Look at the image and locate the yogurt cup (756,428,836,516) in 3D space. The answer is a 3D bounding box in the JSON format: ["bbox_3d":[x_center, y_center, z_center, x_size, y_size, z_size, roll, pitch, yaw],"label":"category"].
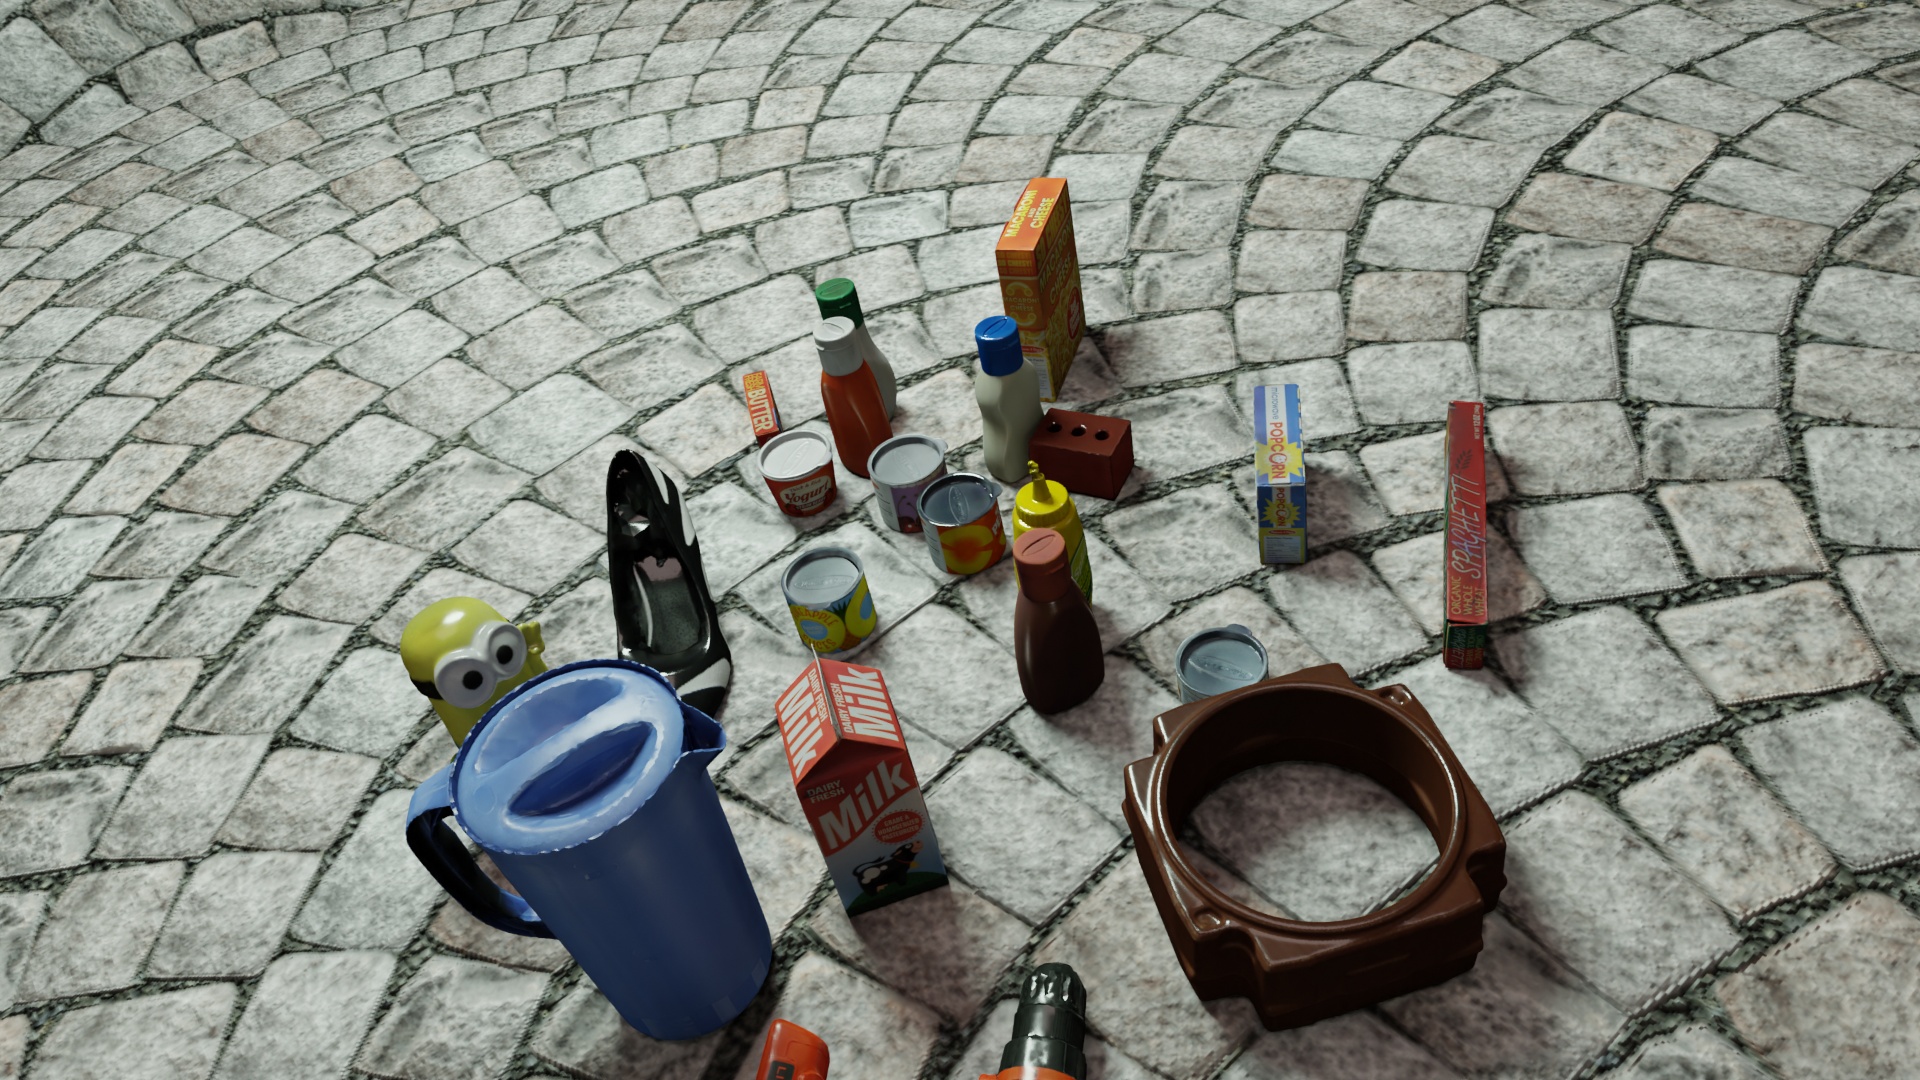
[{"bbox_3d":[-0.142,-0.058,1.234,0.072,0.053,0.073,-7,42,7],"label":"yogurt cup"}]

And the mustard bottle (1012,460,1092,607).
[{"bbox_3d":[0.067,0.005,1.035,0.049,0.159,0.066,6,46,20],"label":"mustard bottle"}]

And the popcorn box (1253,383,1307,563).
[{"bbox_3d":[0.255,-0.054,1.109,0.038,0.084,0.127,-2,43,12],"label":"popcorn box"}]

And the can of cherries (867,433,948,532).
[{"bbox_3d":[-0.039,-0.050,1.196,0.071,0.058,0.072,-7,42,7],"label":"can of cherries"}]

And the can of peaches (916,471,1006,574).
[{"bbox_3d":[0.004,-0.014,1.148,0.071,0.057,0.071,-7,42,7],"label":"can of peaches"}]

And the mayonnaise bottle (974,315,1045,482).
[{"bbox_3d":[0.041,-0.123,1.189,0.041,0.147,0.065,28,56,36],"label":"mayonnaise bottle"}]

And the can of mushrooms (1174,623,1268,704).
[{"bbox_3d":[0.190,0.095,1.001,0.071,0.033,0.071,-7,42,7],"label":"can of mushrooms"}]

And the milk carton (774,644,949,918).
[{"bbox_3d":[-0.066,0.152,0.886,0.073,0.189,0.072,-18,42,-5],"label":"milk carton"}]

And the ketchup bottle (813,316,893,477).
[{"bbox_3d":[-0.096,-0.126,1.226,0.065,0.148,0.044,29,57,37],"label":"ketchup bottle"}]

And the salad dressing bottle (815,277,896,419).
[{"bbox_3d":[-0.098,-0.170,1.275,0.064,0.147,0.044,-26,43,-14],"label":"salad dressing bottle"}]

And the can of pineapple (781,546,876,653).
[{"bbox_3d":[-0.105,0.049,1.106,0.071,0.057,0.071,-7,42,7],"label":"can of pineapple"}]

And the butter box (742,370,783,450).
[{"bbox_3d":[-0.181,-0.110,1.301,0.024,0.052,0.104,-16,42,-4],"label":"butter box"}]

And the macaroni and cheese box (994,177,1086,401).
[{"bbox_3d":[0.076,-0.231,1.284,0.040,0.165,0.124,5,45,19],"label":"macaroni and cheese box"}]

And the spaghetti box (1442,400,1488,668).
[{"bbox_3d":[0.383,-0.010,1.056,0.029,0.050,0.251,3,44,17],"label":"spaghetti box"}]

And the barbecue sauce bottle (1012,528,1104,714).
[{"bbox_3d":[0.066,0.057,0.988,0.065,0.147,0.044,-31,45,-19],"label":"barbecue sauce bottle"}]
